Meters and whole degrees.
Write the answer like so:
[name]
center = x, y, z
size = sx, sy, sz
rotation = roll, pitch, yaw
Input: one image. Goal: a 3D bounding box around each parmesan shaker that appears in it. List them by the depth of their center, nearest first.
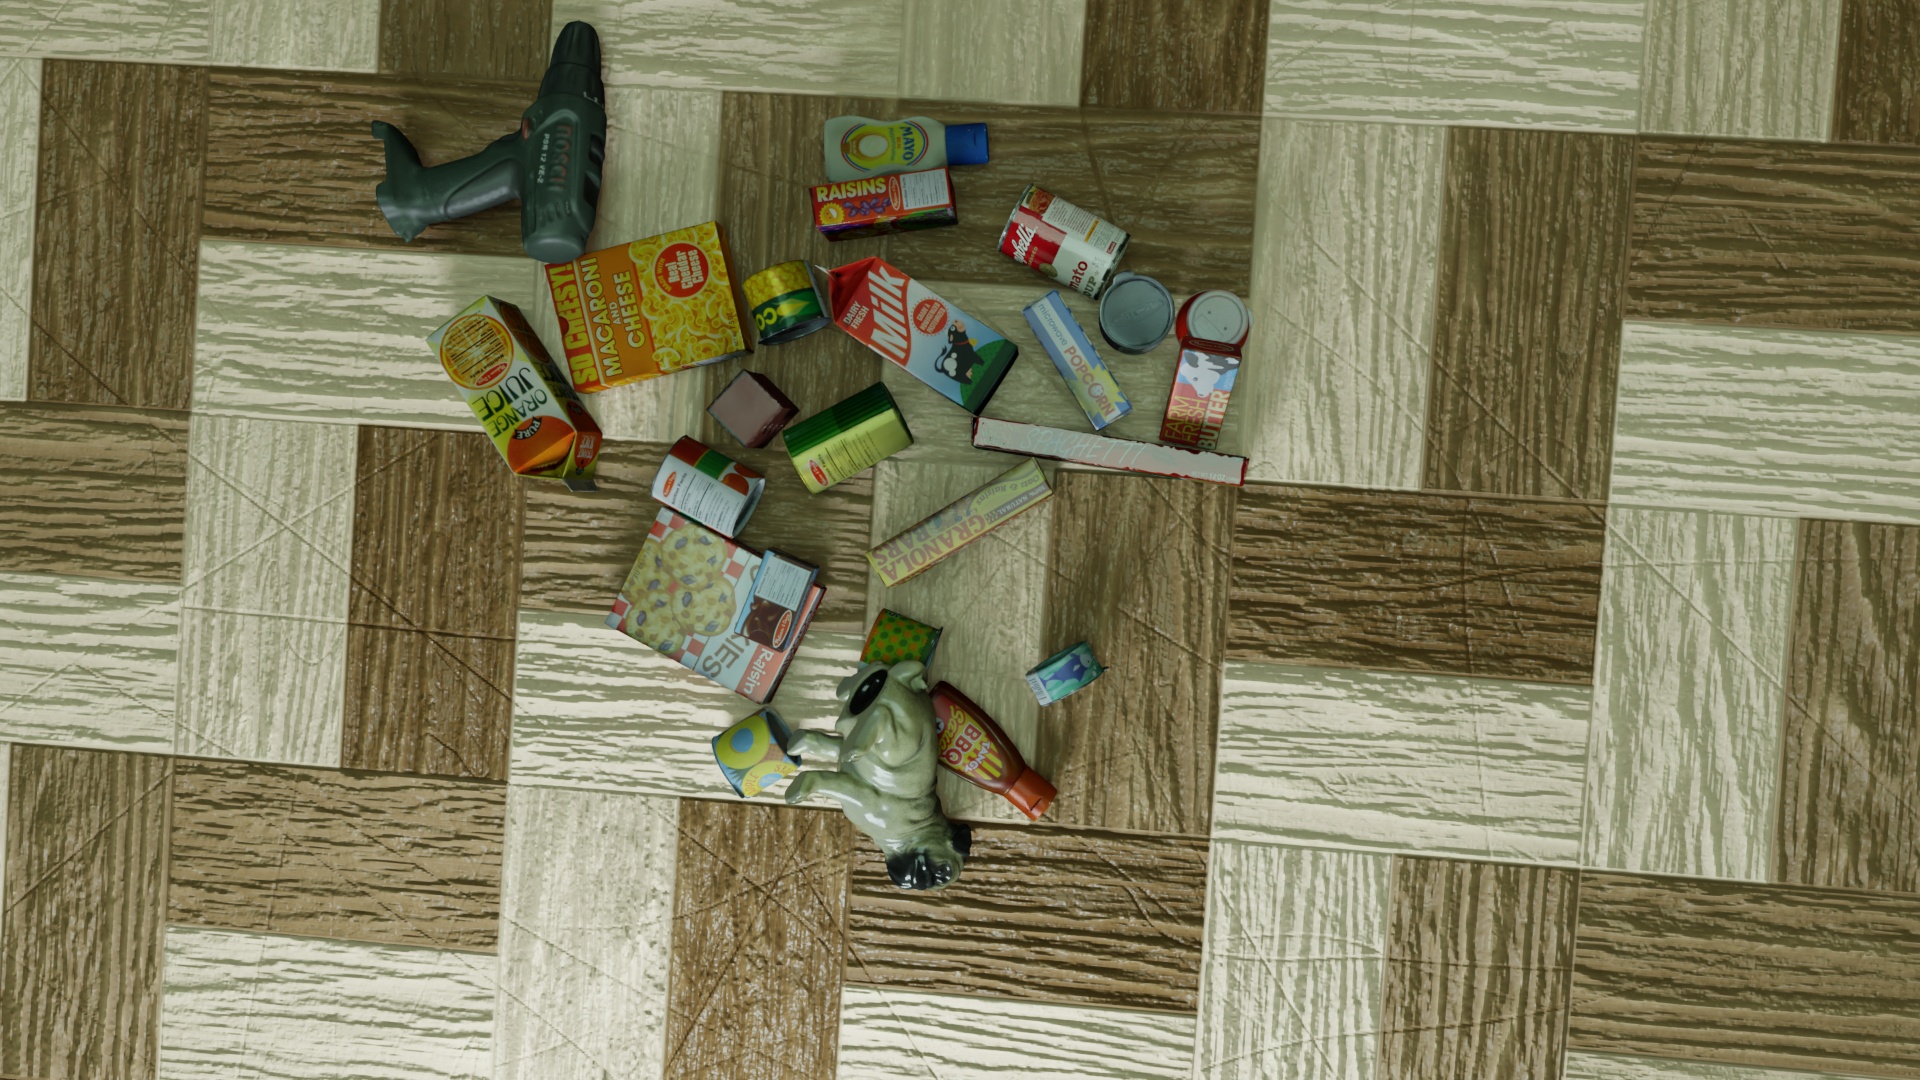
[parmesan shaker]
center = -0.101, -0.092, 1.268
size = 0.103, 0.071, 0.071
rotation = -27, 90, 3

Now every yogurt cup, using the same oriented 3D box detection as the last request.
[yogurt cup]
center = 0.229, -0.195, 1.248
size = 0.072, 0.054, 0.072
rotation = 0, 92, 5

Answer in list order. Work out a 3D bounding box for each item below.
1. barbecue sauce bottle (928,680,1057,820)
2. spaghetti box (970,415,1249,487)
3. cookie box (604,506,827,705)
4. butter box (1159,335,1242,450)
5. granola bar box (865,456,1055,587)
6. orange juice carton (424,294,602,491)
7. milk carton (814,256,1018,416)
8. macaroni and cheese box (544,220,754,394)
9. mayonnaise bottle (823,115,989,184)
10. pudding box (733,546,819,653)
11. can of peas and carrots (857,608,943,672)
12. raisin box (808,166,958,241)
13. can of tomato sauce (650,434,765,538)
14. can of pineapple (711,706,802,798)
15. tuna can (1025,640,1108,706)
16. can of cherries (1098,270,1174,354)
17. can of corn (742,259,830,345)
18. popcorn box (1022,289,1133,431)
[barbecue sauce bottle]
center = 0.021, 0.197, 1.276
size = 0.148, 0.044, 0.064
rotation = 39, 99, 2
[spaghetti box]
center = 0.132, -0.080, 1.259
size = 0.250, 0.050, 0.028
rotation = 9, 91, 4
[cookie box]
center = -0.226, 0.060, 1.291
size = 0.167, 0.040, 0.123
rotation = 27, 92, 4
[butter box]
center = 0.213, -0.130, 1.238
size = 0.053, 0.024, 0.103
rotation = 11, 130, 3
[granola bar box]
center = 0.004, -0.015, 1.232
size = 0.165, 0.124, 0.039
rotation = -30, 89, 4
[orange juice carton]
center = -0.399, -0.124, 1.282
size = 0.073, 0.072, 0.192
rotation = -34, 89, 4
[milk carton]
center = -0.046, -0.194, 1.257
size = 0.190, 0.072, 0.073
rotation = 33, 94, 3
[macaroni and cheese box]
center = -0.289, -0.215, 1.288
size = 0.166, 0.040, 0.123
rotation = -14, 90, 4
[mayonnaise bottle]
center = -0.049, -0.358, 1.269
size = 0.148, 0.041, 0.064
rotation = -3, 90, 4
[pudding box]
center = -0.166, 0.053, 1.250
size = 0.050, 0.030, 0.083
rotation = 22, 92, 2
[can of peas and carrots]
center = -0.055, 0.100, 1.269
size = 0.059, 0.071, 0.071
rotation = 21, 93, 3
[raisin box]
center = -0.067, -0.302, 1.249
size = 0.123, 0.086, 0.040
rotation = -8, 93, 4
[can of tomato sauce]
center = -0.230, -0.050, 1.277
size = 0.083, 0.071, 0.071
rotation = 28, 93, 2
[can of pineapple]
center = -0.186, 0.196, 1.277
size = 0.058, 0.071, 0.071
rotation = -32, 89, 4
[tuna can]
center = 0.096, 0.119, 1.258
size = 0.071, 0.071, 0.033
rotation = -30, 89, 4
[can of cherries]
center = 0.157, -0.205, 1.250
size = 0.071, 0.058, 0.071
rotation = 0, 92, 5
[can of corn]
center = -0.161, -0.216, 1.266
size = 0.071, 0.071, 0.058
rotation = -20, 89, 4
[popcorn box]
center = 0.104, -0.160, 1.241
size = 0.038, 0.085, 0.126
rotation = -33, 90, 5
